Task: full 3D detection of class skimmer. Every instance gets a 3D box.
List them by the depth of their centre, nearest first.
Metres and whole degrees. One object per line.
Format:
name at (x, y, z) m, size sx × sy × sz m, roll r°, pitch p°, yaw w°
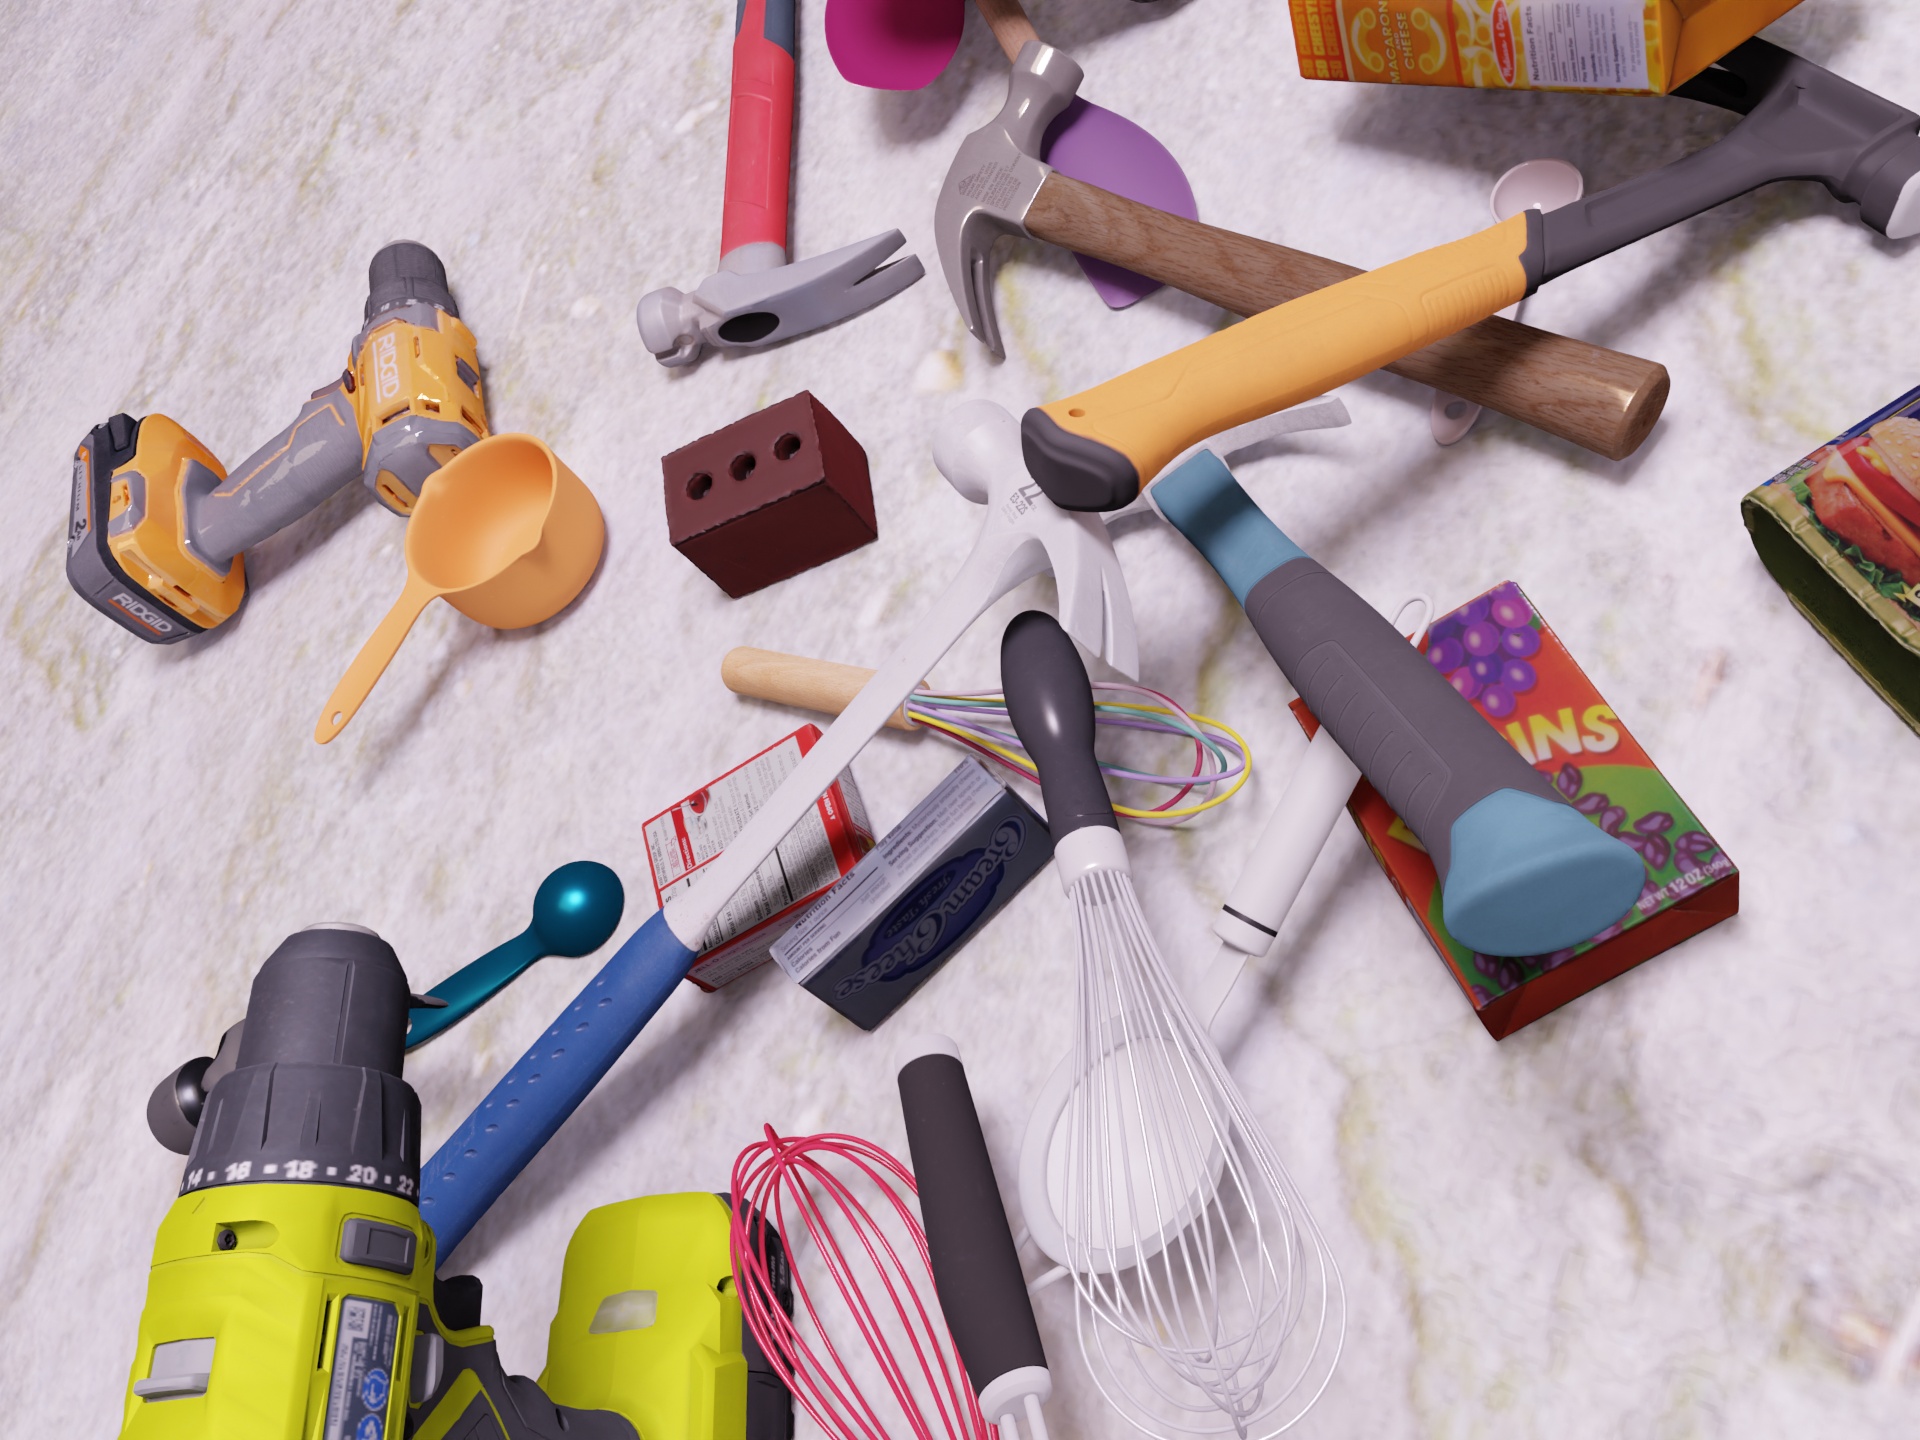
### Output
skimmer at (0.047, 0.238, 0.408) m, size 0.127 × 0.090 × 0.364 m, roll -42°, pitch 38°, yaw 19°

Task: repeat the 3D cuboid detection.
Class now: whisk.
whisk at (0.007, 0.244, 0.470) m, size 0.073 × 0.073 × 0.296 m, roll -37°, pitch 59°, yaw 5°
whisk at (0.048, 0.070, 0.479) m, size 0.070 × 0.070 × 0.285 m, roll -24°, pitch 49°, yaw 14°
whisk at (-0.002, -0.001, 0.614) m, size 0.245 × 0.051 × 0.047 m, roll 12°, pitch 76°, yaw 35°

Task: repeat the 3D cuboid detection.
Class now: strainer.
strainer at (0.088, 0.075, 0.503) m, size 0.258 × 0.050 × 0.087 m, roll -62°, pitch 31°, yaw 1°

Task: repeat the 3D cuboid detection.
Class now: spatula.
spatula at (0.031, -0.321, 0.755) m, size 0.060 × 0.018 × 0.316 m, roll -28°, pitch 66°, yaw 9°

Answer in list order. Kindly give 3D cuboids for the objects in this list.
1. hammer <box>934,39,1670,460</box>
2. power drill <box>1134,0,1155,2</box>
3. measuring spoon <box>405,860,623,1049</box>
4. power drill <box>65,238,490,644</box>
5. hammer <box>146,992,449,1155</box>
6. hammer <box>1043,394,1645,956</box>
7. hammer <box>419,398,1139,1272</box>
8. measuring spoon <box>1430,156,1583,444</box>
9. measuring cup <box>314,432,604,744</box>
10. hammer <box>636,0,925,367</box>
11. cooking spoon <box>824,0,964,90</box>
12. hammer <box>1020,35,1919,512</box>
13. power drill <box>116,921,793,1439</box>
hammer at (0.117, -0.174, 0.635) m, size 0.332 × 0.031 × 0.130 m, roll 32°, pitch 96°, yaw 34°
power drill at (0.015, -0.438, 0.768) m, size 0.080 × 0.187 × 0.227 m, roll 125°, pitch 144°, yaw -51°
measuring spoon at (-0.200, 0.101, 0.671) m, size 0.128 × 0.021 × 0.042 m, roll -35°, pitch 54°, yaw 5°
power drill at (-0.362, -0.159, 0.860) m, size 0.226 × 0.084 × 0.186 m, roll -24°, pitch 55°, yaw 9°
hammer at (-0.202, 0.282, 0.536) m, size 0.149 × 0.036 × 0.409 m, roll -33°, pitch 61°, yaw 24°
hammer at (0.106, -0.034, 0.501) m, size 0.128 × 0.033 × 0.331 m, roll -36°, pitch 29°, yaw 9°
hammer at (-0.092, 0.070, 0.569) m, size 0.405 × 0.035 × 0.144 m, roll -48°, pitch 37°, yaw 12°
measuring spoon at (0.207, -0.158, 0.610) m, size 0.034 × 0.018 × 0.124 m, roll 17°, pitch 80°, yaw 35°
measuring cup at (-0.237, -0.053, 0.756) m, size 0.095 × 0.052 × 0.173 m, roll 29°, pitch 82°, yaw 35°
hammer at (-0.092, -0.362, 0.854) m, size 0.143 × 0.038 × 0.387 m, roll -13°, pitch 59°, yaw 19°
cooking spoon at (-0.021, -0.443, 0.834) m, size 0.069 × 0.017 × 0.319 m, roll 6°, pitch 64°, yaw 1°
hammer at (0.168, -0.154, 0.540) m, size 0.337 × 0.034 × 0.127 m, roll -25°, pitch 52°, yaw -14°
power drill at (-0.139, 0.179, 0.470) m, size 0.080 × 0.228 × 0.191 m, roll -14°, pitch 59°, yaw 20°
